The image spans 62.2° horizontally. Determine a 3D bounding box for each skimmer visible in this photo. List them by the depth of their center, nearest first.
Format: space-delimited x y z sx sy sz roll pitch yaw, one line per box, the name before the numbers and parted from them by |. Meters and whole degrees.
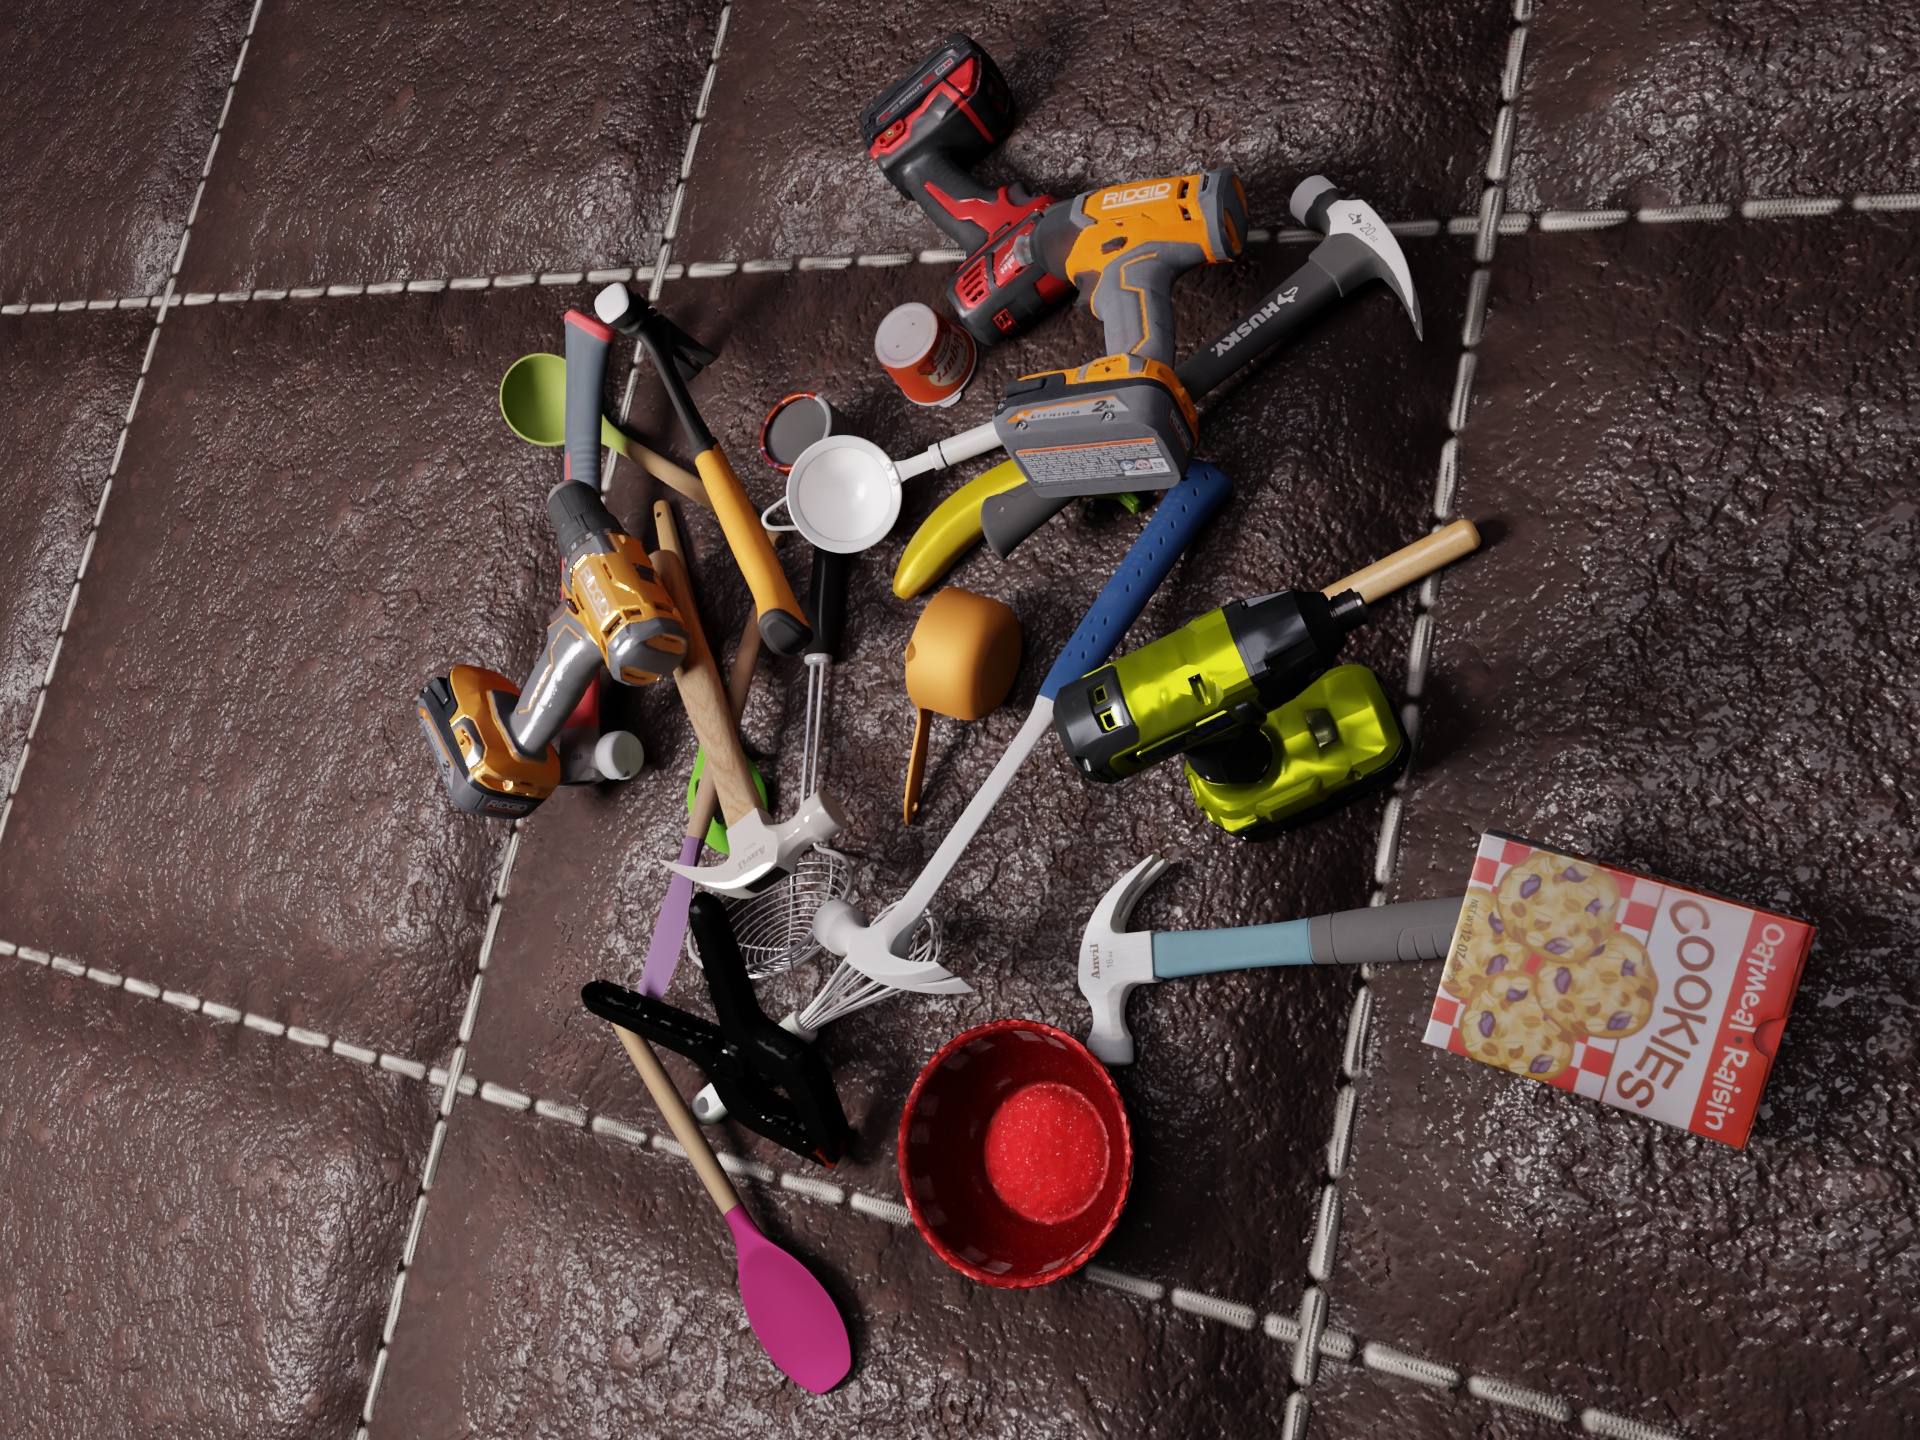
skimmer | -0.124 0.006 1.149 0.127 0.090 0.363 -6 73 32

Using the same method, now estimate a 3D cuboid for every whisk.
whisk | 0.213 -0.066 1.016 0.245 0.051 0.047 -28 59 16
whisk | -0.103 0.208 1.107 0.246 0.059 0.058 -42 61 18

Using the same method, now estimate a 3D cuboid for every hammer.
hammer | 0.226 0.133 0.956 0.331 0.033 0.128 -10 72 26
hammer | 0.057 -0.001 1.037 0.405 0.035 0.144 -55 35 -9
hammer | 0.152 -0.220 1.067 0.335 0.035 0.146 -37 54 6
hammer | -0.186 -0.008 1.161 0.130 0.031 0.332 -37 50 12
hammer | -0.183 -0.187 1.219 0.034 0.127 0.337 -34 63 15
hammer | -0.317 -0.140 1.288 0.143 0.038 0.386 -7 80 35

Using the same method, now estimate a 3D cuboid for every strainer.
strainer | -0.023 -0.190 1.172 0.258 0.050 0.087 -20 92 11

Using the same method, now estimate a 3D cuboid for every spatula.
spatula | -0.187 0.062 1.168 0.060 0.018 0.316 -10 63 58

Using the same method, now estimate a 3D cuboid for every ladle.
ladle | -0.265 -0.218 1.313 0.320 0.062 0.078 33 100 29

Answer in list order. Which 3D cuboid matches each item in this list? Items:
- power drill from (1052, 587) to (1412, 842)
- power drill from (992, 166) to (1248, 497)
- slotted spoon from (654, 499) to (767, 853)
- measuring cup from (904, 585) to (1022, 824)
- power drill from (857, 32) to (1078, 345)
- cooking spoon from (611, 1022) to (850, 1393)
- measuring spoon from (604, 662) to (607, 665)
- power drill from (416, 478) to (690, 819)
power drill | 0.173 -0.004 0.912 0.171 0.223 0.080 -26 65 20
power drill | 0.093 -0.261 1.052 0.164 0.084 0.227 0 61 29
slotted spoon | -0.208 -0.042 1.248 0.070 0.031 0.314 -27 63 21
measuring cup | -0.002 -0.004 1.103 0.052 0.095 0.173 16 103 24
power drill | 0.025 -0.402 1.198 0.143 0.078 0.220 -35 65 16
cooking spoon | -0.170 0.319 1.108 0.068 0.017 0.319 -46 67 21
measuring spoon | -0.260 -0.064 1.269 0.129 0.021 0.042 6 82 43
power drill | -0.315 -0.058 1.206 0.226 0.084 0.186 -44 59 20
